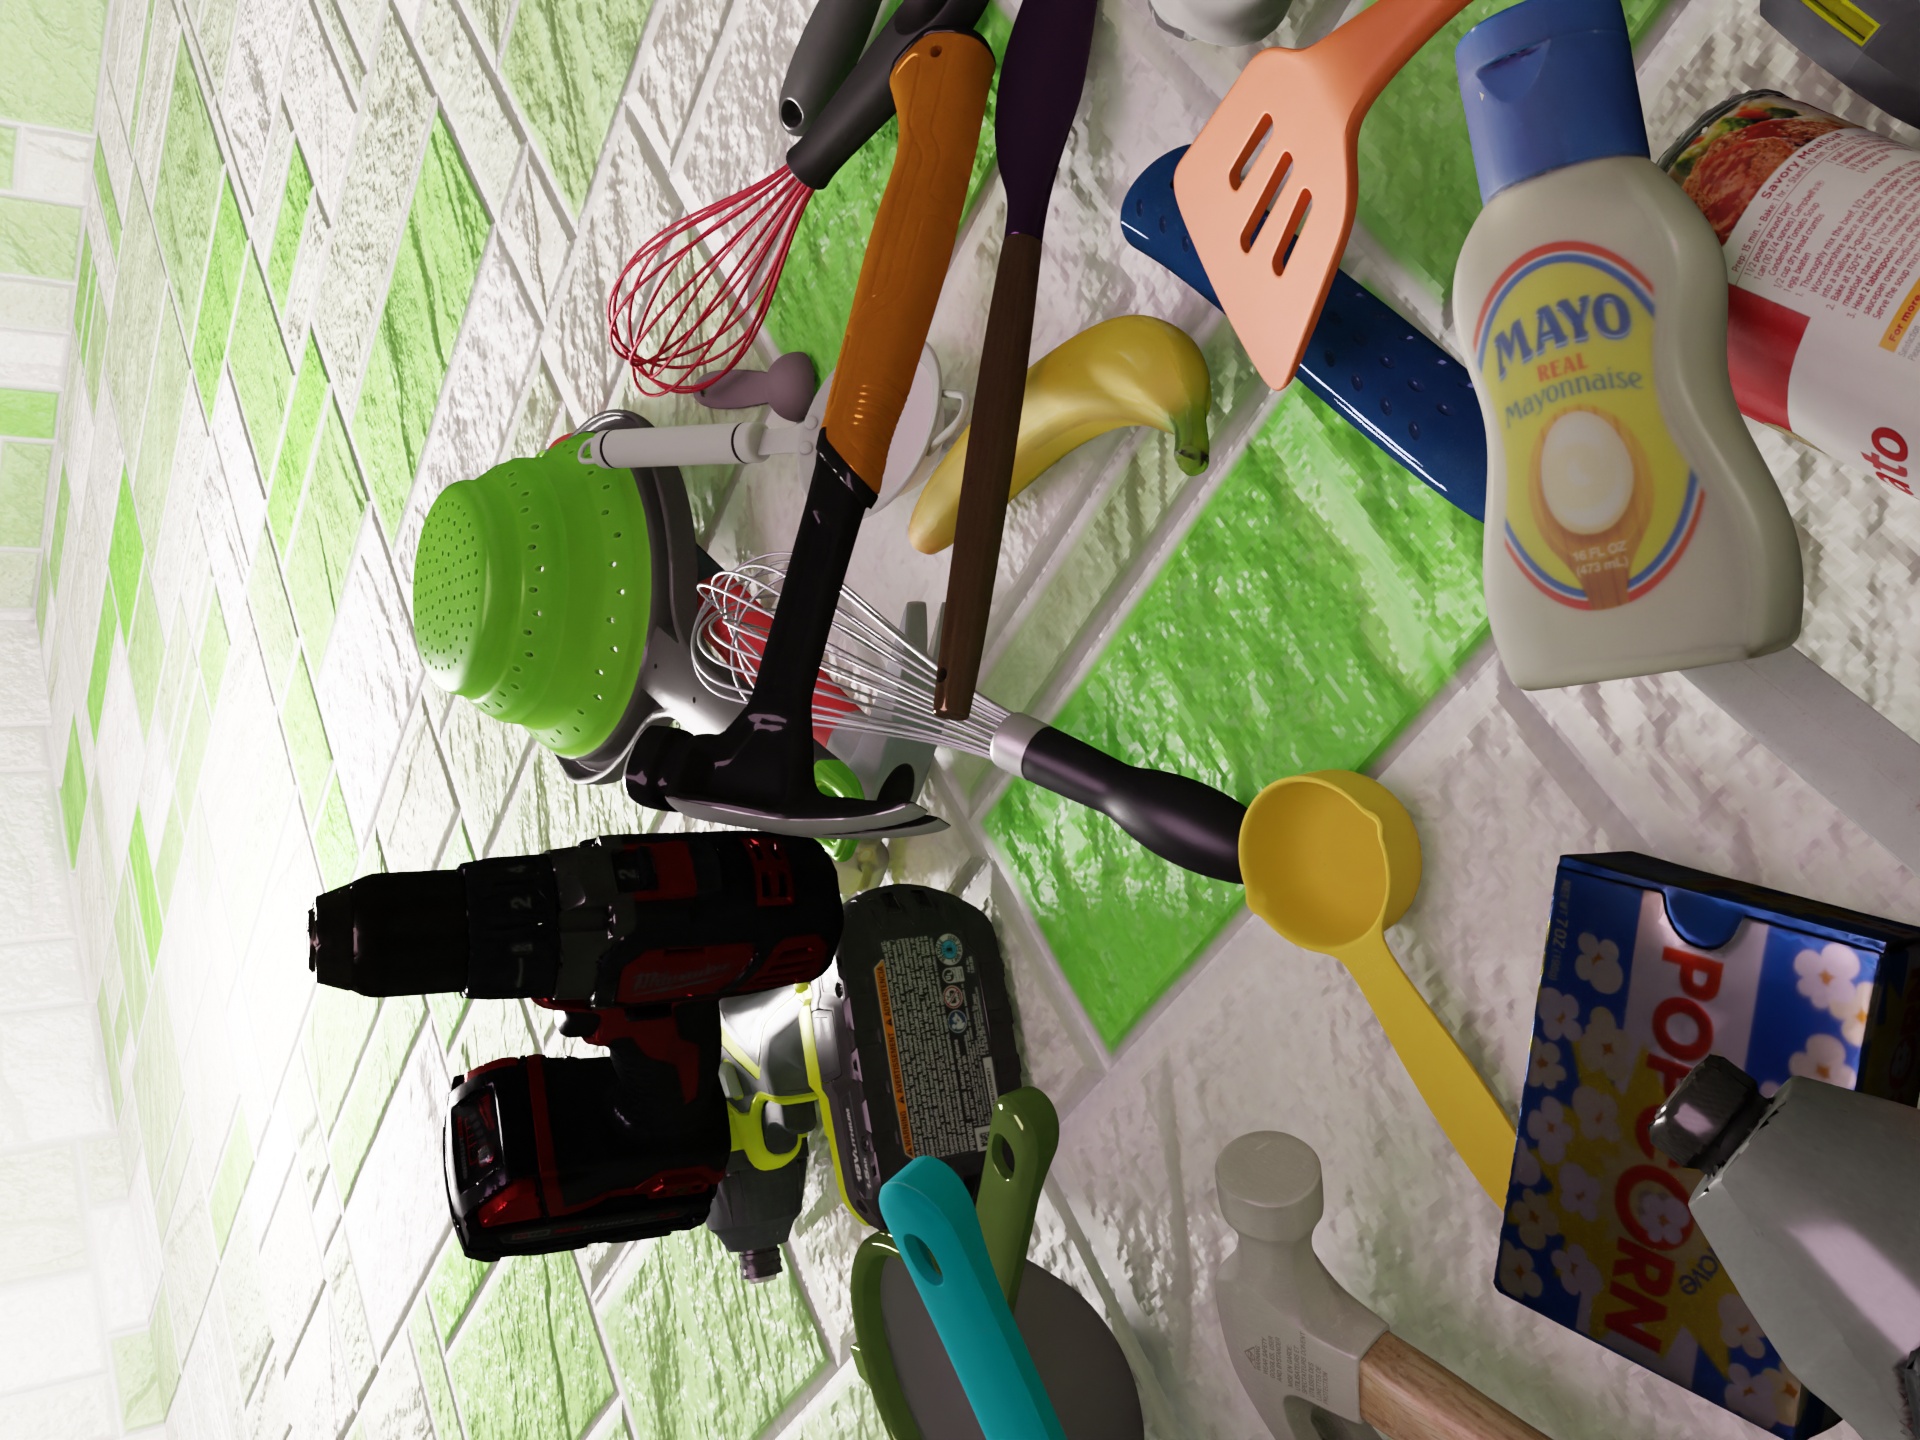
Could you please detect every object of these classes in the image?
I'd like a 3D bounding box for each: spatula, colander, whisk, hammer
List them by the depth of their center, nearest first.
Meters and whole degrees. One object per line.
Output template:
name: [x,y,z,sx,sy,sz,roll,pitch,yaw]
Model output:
spatula: [0.150,-0.199,0.357,0.322,0.041,0.081,-40,66,46]
hammer: [0.198,0.225,0.389,0.331,0.031,0.130,22,131,44]
hammer: [0.155,-0.051,0.425,0.144,0.035,0.406,-43,49,10]
spatula: [0.018,-0.153,0.588,0.060,0.018,0.316,-11,66,53]
whisk: [0.000,-0.003,0.612,0.285,0.070,0.070,25,111,32]
hammer: [-0.031,-0.120,0.615,0.127,0.034,0.337,6,75,27]
whisk: [-0.027,-0.342,0.679,0.239,0.055,0.055,-47,55,48]
whisk: [-0.083,-0.247,0.747,0.296,0.073,0.073,-34,65,41]
colander: [-0.182,-0.035,0.783,0.397,0.094,0.204,36,116,46]
hammer: [-0.127,-0.078,0.822,0.387,0.038,0.143,43,123,43]

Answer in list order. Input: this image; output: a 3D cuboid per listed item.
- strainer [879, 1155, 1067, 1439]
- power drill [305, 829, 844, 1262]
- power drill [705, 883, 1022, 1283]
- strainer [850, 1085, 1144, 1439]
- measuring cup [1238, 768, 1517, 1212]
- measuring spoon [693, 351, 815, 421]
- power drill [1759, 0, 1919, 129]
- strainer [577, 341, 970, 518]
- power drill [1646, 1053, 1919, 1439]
strainer: [0.074,0.253,0.463,0.211,0.095,0.340,-8,109,49]
power drill: [-0.160,0.127,0.631,0.226,0.187,0.080,114,146,-43]
power drill: [-0.066,0.167,0.723,0.223,0.080,0.171,-27,69,54]
strainer: [0.028,0.212,0.574,0.152,0.069,0.256,45,140,39]
measuring cup: [0.143,0.084,0.493,0.062,0.029,0.157,-45,69,44]
measuring spoon: [-0.113,-0.171,0.816,0.124,0.018,0.034,14,102,52]
power drill: [0.210,-0.270,0.344,0.229,0.080,0.190,59,135,29]
strainer: [-0.087,-0.128,0.726,0.258,0.050,0.087,5,78,36]
power drill: [0.227,0.045,0.253,0.143,0.078,0.219,39,102,25]
